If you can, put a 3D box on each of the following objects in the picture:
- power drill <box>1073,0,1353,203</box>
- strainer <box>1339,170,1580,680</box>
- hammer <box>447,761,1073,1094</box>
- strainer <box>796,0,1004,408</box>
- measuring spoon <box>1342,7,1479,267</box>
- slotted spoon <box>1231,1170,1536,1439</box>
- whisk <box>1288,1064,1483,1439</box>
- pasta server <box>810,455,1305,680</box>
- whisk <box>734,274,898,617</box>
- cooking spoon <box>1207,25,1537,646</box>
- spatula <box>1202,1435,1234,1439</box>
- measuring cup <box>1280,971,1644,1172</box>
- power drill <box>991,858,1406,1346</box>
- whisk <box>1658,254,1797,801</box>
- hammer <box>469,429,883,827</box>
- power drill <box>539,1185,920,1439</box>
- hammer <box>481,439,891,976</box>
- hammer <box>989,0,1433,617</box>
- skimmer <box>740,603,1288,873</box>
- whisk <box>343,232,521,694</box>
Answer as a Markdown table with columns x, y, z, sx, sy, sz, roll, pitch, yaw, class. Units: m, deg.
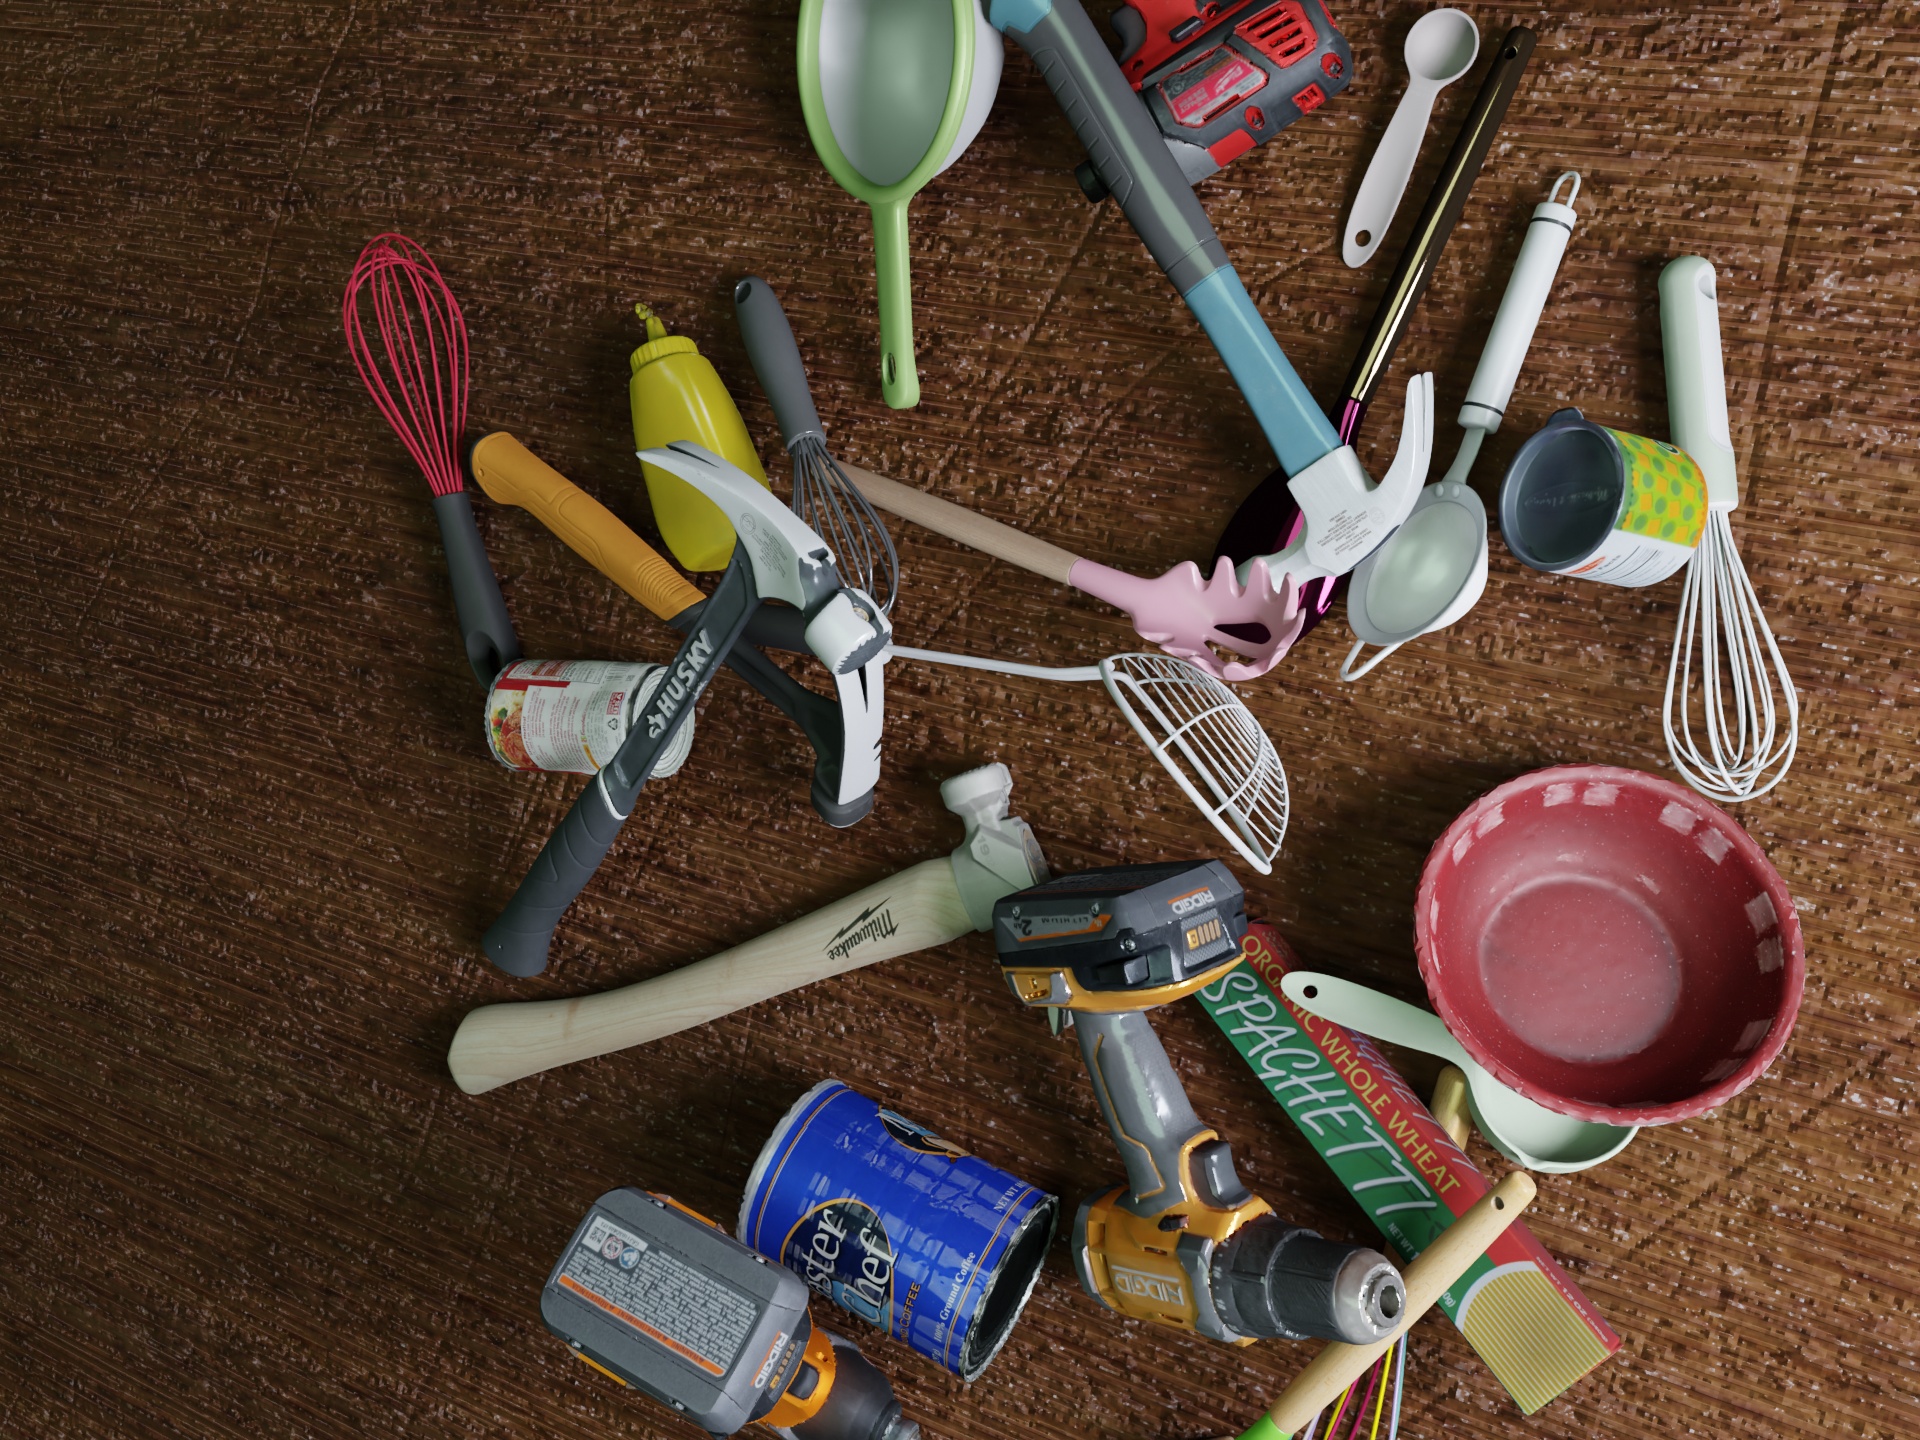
| x | y | z | sx | sy | sz | roll | pitch | yaw | class |
| --- | --- | --- | --- | --- | --- | --- | --- | --- | --- |
| 0.086 | -0.374 | 0.794 | 0.143 | 0.078 | 0.220 | -29 | 83 | 22 | power drill |
| 0.244 | -0.134 | 0.748 | 0.087 | 0.050 | 0.258 | 28 | 99 | 66 | strainer |
| -0.130 | 0.159 | 0.919 | 0.410 | 0.038 | 0.146 | -22 | 84 | 23 | hammer |
| -0.018 | -0.298 | 0.844 | 0.152 | 0.069 | 0.256 | 20 | 117 | 50 | strainer |
| 0.216 | -0.281 | 0.774 | 0.034 | 0.018 | 0.124 | 27 | 108 | 21 | measuring spoon |
| 0.168 | 0.316 | 0.747 | 0.070 | 0.031 | 0.313 | 51 | 122 | 33 | slotted spoon |
| 0.207 | 0.285 | 0.776 | 0.051 | 0.047 | 0.245 | 17 | 94 | 23 | whisk |
| 0.036 | -0.089 | 0.811 | 0.316 | 0.040 | 0.060 | 26 | 74 | 33 | pasta server |
| -0.086 | -0.150 | 0.869 | 0.055 | 0.055 | 0.239 | -30 | 64 | 21 | whisk |
| 0.203 | -0.181 | 0.776 | 0.069 | 0.017 | 0.319 | 28 | 102 | 25 | cooking spoon |
| 0.006 | 0.443 | 0.863 | 0.317 | 0.044 | 0.082 | -27 | 83 | 20 | spatula |
| 0.231 | 0.156 | 0.747 | 0.168 | 0.038 | 0.083 | 19 | 70 | 18 | measuring cup |
| 0.110 | 0.184 | 0.752 | 0.185 | 0.084 | 0.226 | -12 | 93 | 53 | power drill |
| 0.334 | -0.087 | 0.709 | 0.059 | 0.057 | 0.246 | -9 | 83 | 53 | whisk |
| -0.168 | -0.078 | 0.888 | 0.337 | 0.034 | 0.127 | 37 | 142 | 27 | hammer |
| -0.108 | 0.326 | 0.824 | 0.164 | 0.226 | 0.084 | 21 | 66 | 21 | power drill |
| -0.183 | 0.023 | 0.856 | 0.149 | 0.036 | 0.408 | 50 | 131 | 11 | hammer |
| 0.109 | -0.219 | 0.754 | 0.128 | 0.033 | 0.331 | -33 | 86 | 34 | hammer |
| -0.001 | -0.003 | 0.829 | 0.363 | 0.127 | 0.090 | 11 | 78 | 30 | skimmer |
| -0.321 | -0.157 | 0.984 | 0.073 | 0.073 | 0.296 | -14 | 92 | 23 | whisk |
